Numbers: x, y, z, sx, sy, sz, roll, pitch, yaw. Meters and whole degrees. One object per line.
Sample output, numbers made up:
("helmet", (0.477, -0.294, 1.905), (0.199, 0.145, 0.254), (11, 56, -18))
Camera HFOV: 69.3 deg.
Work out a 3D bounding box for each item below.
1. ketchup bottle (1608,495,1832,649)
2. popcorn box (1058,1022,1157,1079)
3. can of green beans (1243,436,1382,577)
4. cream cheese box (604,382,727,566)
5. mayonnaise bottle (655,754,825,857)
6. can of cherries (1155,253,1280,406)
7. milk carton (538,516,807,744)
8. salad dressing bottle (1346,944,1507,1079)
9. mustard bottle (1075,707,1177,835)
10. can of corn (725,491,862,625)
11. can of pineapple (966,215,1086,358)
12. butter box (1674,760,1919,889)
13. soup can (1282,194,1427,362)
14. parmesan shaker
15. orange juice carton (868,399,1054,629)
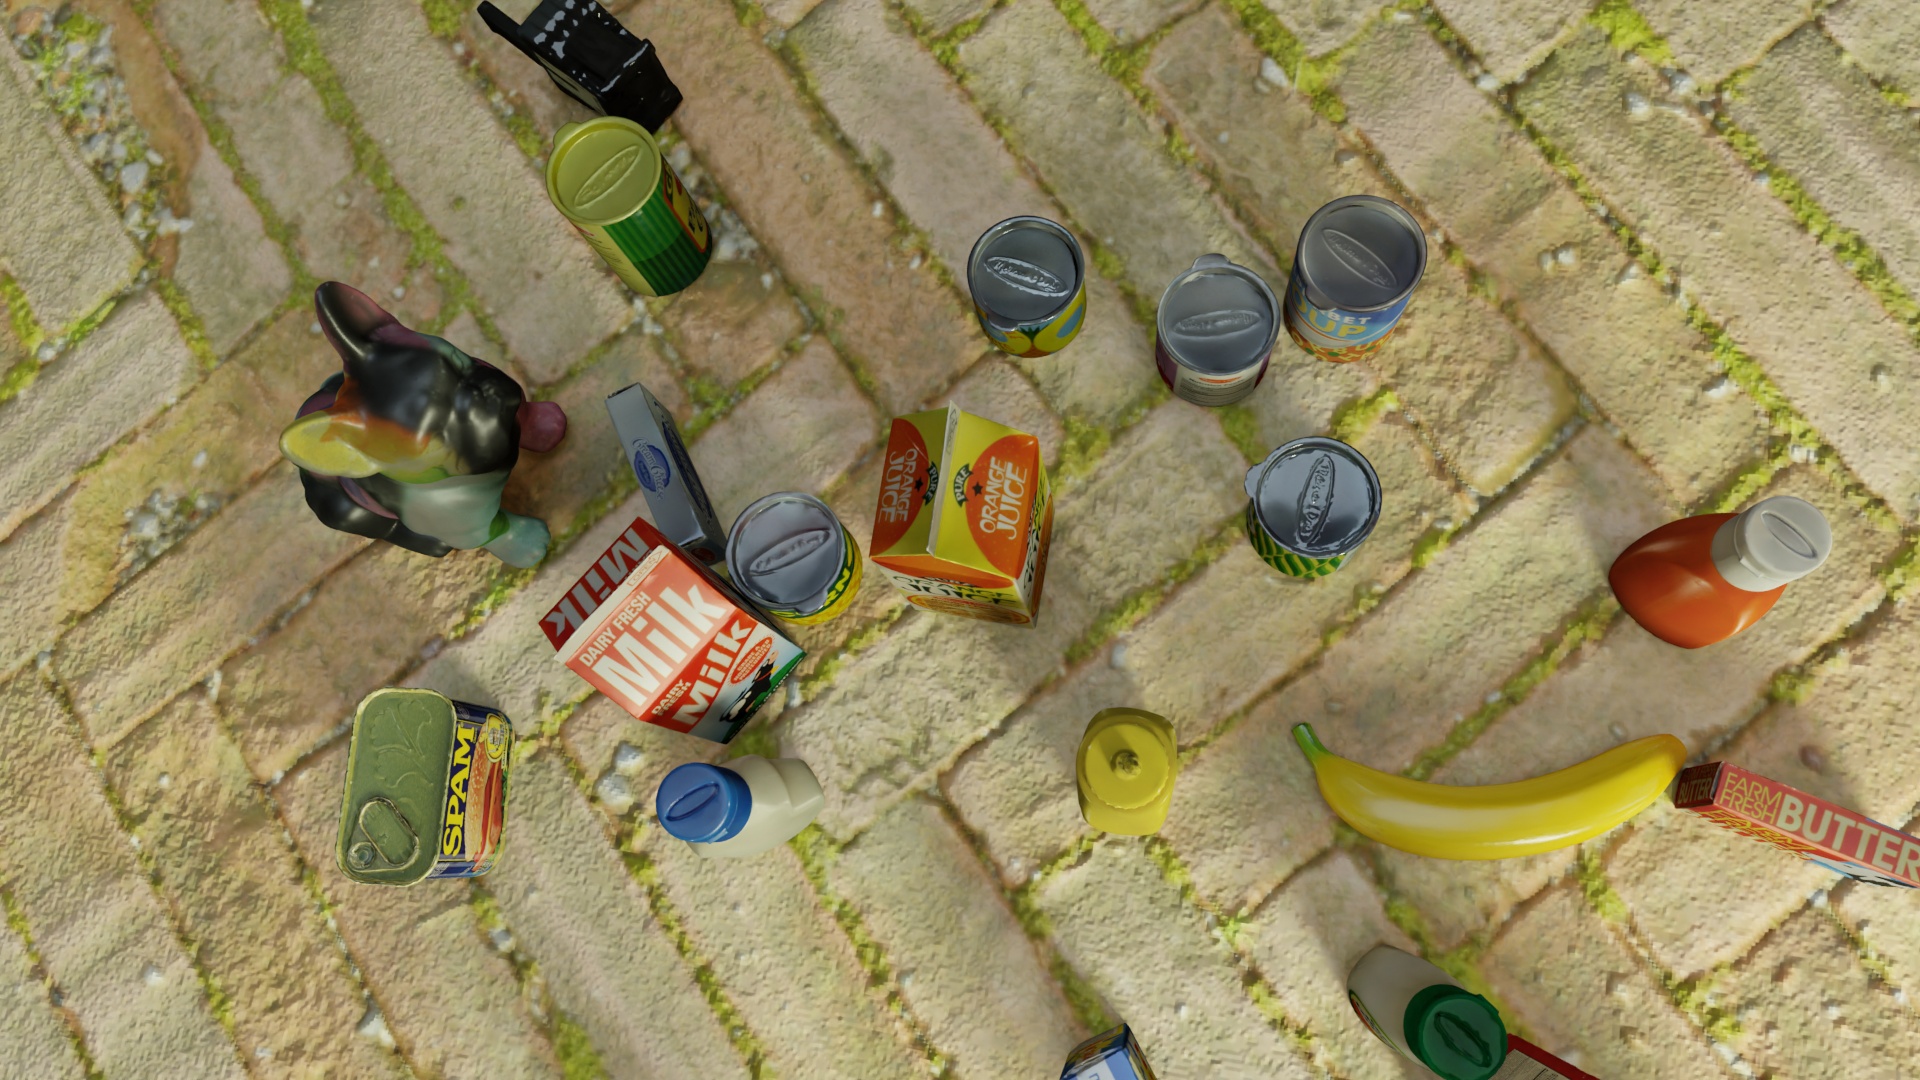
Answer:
("ketchup bottle", (0.369, 0.014, 0.675), (0.043, 0.148, 0.065), (-43, 76, -4))
("popcorn box", (0.095, 0.304, 0.673), (0.038, 0.085, 0.127), (-29, 75, 0))
("can of green beans", (0.189, -0.017, 0.751), (0.071, 0.057, 0.071), (-2, 77, 7))
("cream cheese box", (-0.168, -0.036, 0.801), (0.024, 0.053, 0.104), (-26, 75, 1))
("mayonnaise bottle", (-0.113, 0.134, 0.705), (0.065, 0.148, 0.041), (-32, 76, -1))
("can of cherries", (0.143, -0.117, 0.779), (0.071, 0.058, 0.071), (-2, 77, 7))
("milk carton", (-0.147, 0.048, 0.708), (0.073, 0.190, 0.072), (40, 85, 13))
("salad dressing bottle", (0.217, 0.221, 0.645), (0.044, 0.147, 0.064), (-45, 76, -4))
("mustard bottle", (0.081, 0.111, 0.681), (0.049, 0.160, 0.065), (6, 78, 8))
("can of corn", (-0.090, 0.014, 0.777), (0.071, 0.058, 0.071), (-2, 77, 7))
("can of pineapple", (0.038, -0.143, 0.799), (0.071, 0.057, 0.071), (-2, 77, 7))
("butter box", (0.416, 0.141, 0.689), (0.103, 0.053, 0.024), (22, 81, 11))
("soup can", (0.212, -0.140, 0.763), (0.071, 0.083, 0.071), (-2, 77, 7))
("parmesan shaker", (-0.193, -0.195, 0.816), (0.071, 0.103, 0.071), (-2, 77, 7))
("orange juice carton", (0.003, -0.009, 0.702), (0.073, 0.192, 0.072), (8, 79, 9))
